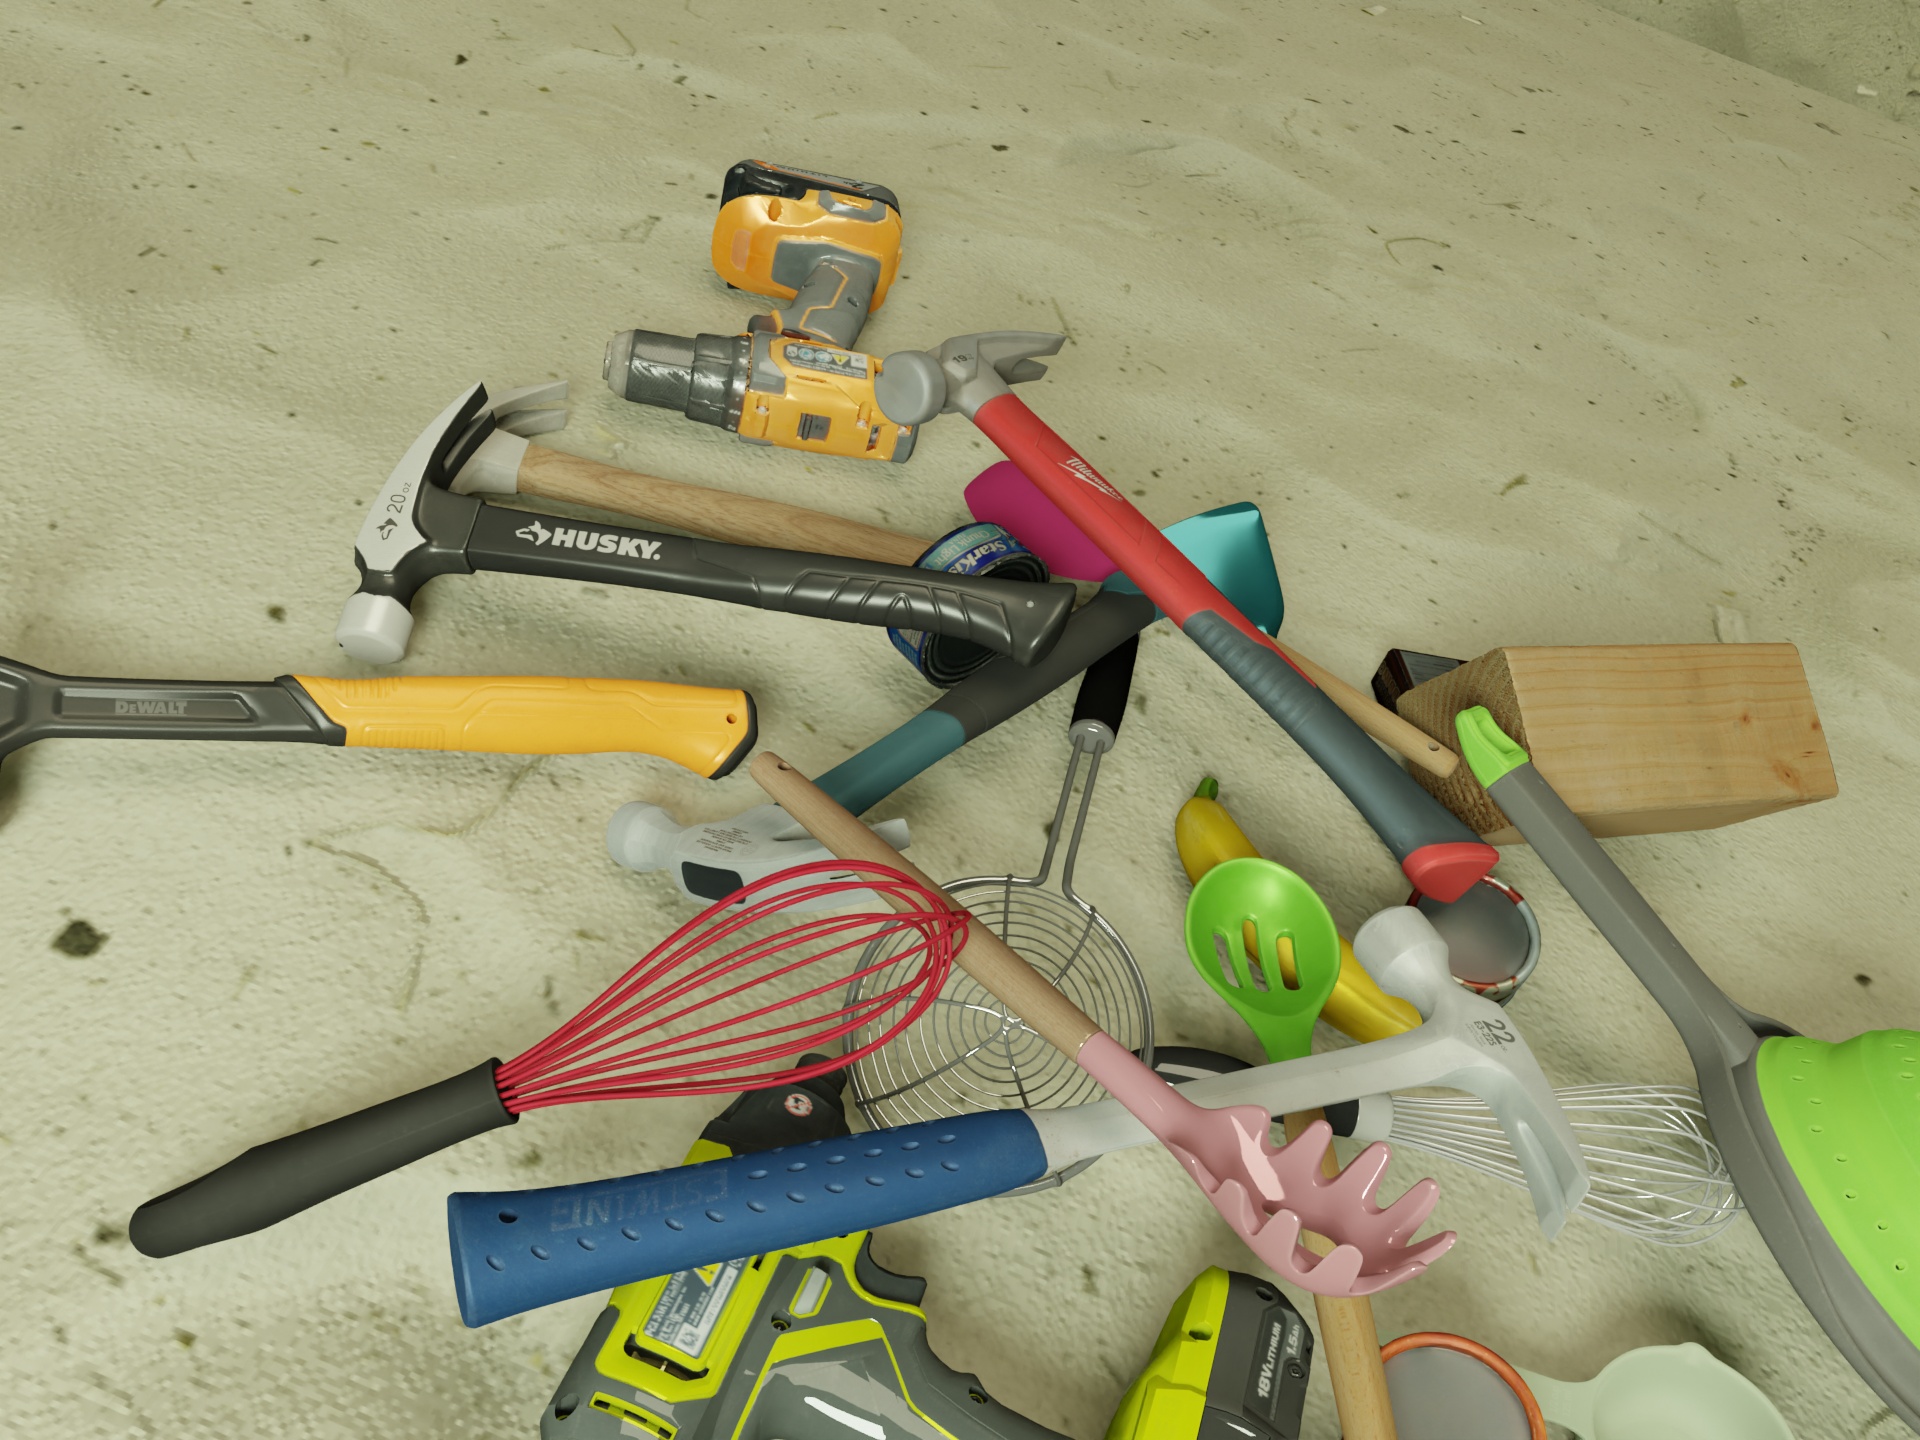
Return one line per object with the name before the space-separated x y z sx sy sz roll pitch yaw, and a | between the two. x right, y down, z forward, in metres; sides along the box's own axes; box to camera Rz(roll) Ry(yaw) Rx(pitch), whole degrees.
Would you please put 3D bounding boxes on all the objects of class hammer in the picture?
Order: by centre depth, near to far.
hammer | 0.037 0.148 0.551 0.405 0.035 0.144 -5 40 -24
hammer | -0.251 -0.011 0.680 0.336 0.034 0.127 2 77 -24
hammer | -0.001 -0.002 0.753 0.128 0.033 0.331 14 34 38
hammer | -0.112 -0.075 0.755 0.335 0.035 0.146 8 63 1
hammer | 0.126 -0.064 0.812 0.386 0.038 0.143 47 39 17
hammer | -0.122 -0.111 0.864 0.331 0.031 0.130 12 43 -10

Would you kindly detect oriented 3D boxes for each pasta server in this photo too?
pasta server | 0.029 0.093 0.561 0.316 0.040 0.060 37 31 31

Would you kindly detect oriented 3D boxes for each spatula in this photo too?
spatula | 0.204 0.009 0.859 0.082 0.044 0.318 -21 56 -15

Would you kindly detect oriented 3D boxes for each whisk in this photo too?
whisk | -0.135 0.117 0.534 0.296 0.073 0.073 -21 52 -4
whisk | 0.205 0.174 0.682 0.284 0.070 0.070 11 43 -3

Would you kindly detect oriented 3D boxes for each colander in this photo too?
colander | 0.369 0.132 0.682 0.204 0.094 0.397 -11 62 -54

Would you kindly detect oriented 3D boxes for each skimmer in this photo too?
skimmer | 0.043 0.061 0.753 0.127 0.090 0.363 20 32 2

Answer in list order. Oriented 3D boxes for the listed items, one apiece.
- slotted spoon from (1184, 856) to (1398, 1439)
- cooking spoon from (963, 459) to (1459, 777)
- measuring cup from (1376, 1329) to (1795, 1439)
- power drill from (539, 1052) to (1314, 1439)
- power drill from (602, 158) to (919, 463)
slotted spoon | 0.133 0.170 0.609 0.070 0.031 0.314 5 37 -4
cooking spoon | 0.132 -0.061 0.875 0.319 0.017 0.069 35 60 22
measuring cup | 0.228 0.271 0.610 0.167 0.038 0.083 12 43 15
power drill | -0.003 0.214 0.541 0.223 0.080 0.171 22 42 6
power drill | -0.119 -0.254 0.983 0.185 0.084 0.226 7 48 -13
